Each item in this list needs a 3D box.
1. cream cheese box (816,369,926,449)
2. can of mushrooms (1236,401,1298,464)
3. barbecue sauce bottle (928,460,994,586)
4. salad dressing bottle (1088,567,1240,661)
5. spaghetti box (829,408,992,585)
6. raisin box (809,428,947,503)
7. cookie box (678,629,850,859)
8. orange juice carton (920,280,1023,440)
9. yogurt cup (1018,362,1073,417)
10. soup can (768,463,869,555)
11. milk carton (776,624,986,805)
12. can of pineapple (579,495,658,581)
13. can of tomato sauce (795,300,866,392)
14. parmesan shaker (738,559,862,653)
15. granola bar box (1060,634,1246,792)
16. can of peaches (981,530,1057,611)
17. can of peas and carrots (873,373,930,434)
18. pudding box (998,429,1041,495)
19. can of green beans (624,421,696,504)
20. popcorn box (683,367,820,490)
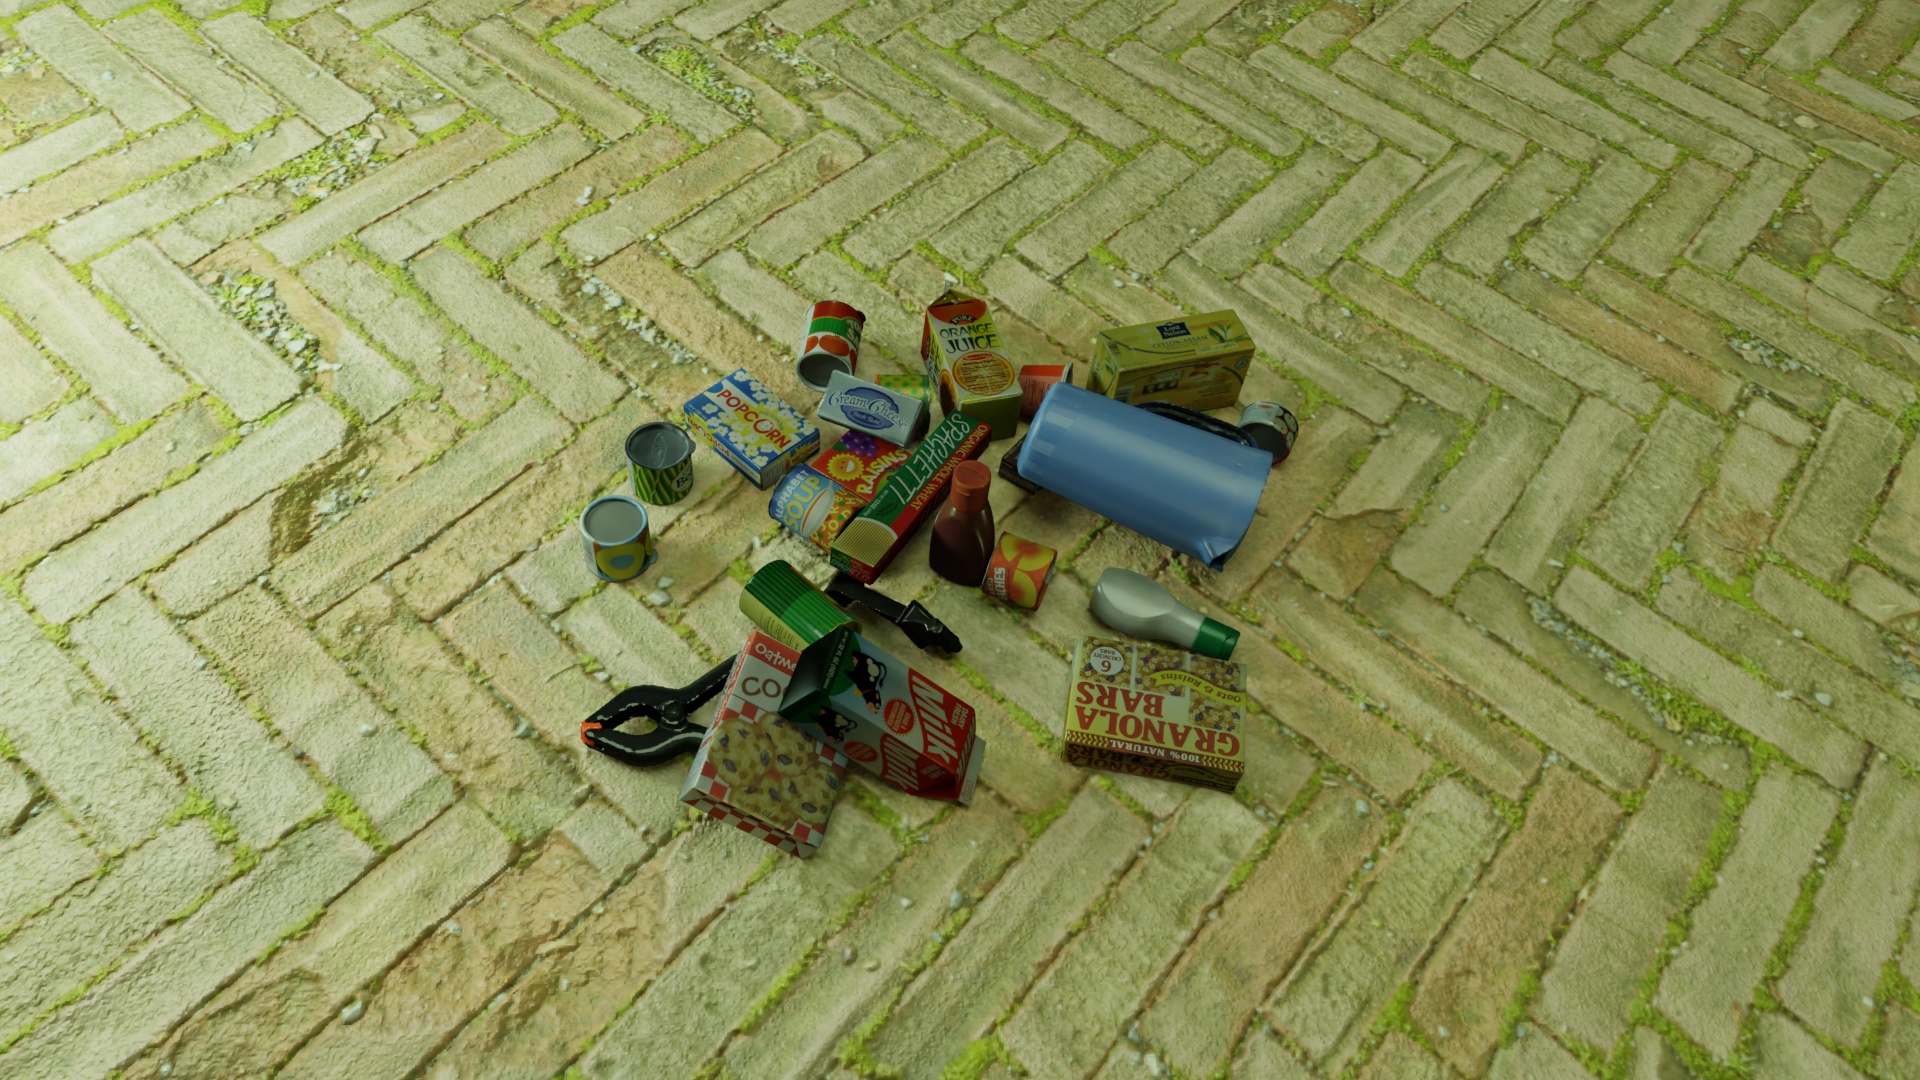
[{"bbox_3d":[-0.094,-0.138,1.463,0.104,0.024,0.053,20,83,8],"label":"cream cheese box"},{"bbox_3d":[0.339,-0.117,1.538,0.071,0.070,0.034,23,52,11],"label":"can of mushrooms"},{"bbox_3d":[0.005,-0.017,1.363,0.065,0.147,0.044,23,53,12],"label":"barbecue sauce bottle"},{"bbox_3d":[0.203,0.077,1.380,0.148,0.043,0.064,25,51,11],"label":"salad dressing bottle"},{"bbox_3d":[-0.046,-0.049,1.404,0.050,0.028,0.251,26,48,14],"label":"spaghetti box"},{"bbox_3d":[-0.086,-0.061,1.458,0.123,0.039,0.086,31,54,16],"label":"raisin box"},{"bbox_3d":[-0.161,0.178,1.227,0.123,0.040,0.168,30,49,-17],"label":"cookie box"},{"bbox_3d":[0.005,-0.204,1.562,0.073,0.071,0.193,-9,53,-14],"label":"orange juice carton"},{"bbox_3d":[0.093,-0.165,1.548,0.054,0.072,0.073,9,51,11],"label":"yogurt cup"},{"bbox_3d":[-0.143,-0.030,1.406,0.084,0.071,0.072,31,55,17],"label":"soup can"},{"bbox_3d":[-0.058,0.162,1.233,0.190,0.073,0.073,34,49,-20],"label":"milk carton"},{"bbox_3d":[-0.337,-0.003,1.369,0.071,0.057,0.071,3,51,-4],"label":"can of pineapple"},{"bbox_3d":[-0.145,-0.217,1.558,0.071,0.070,0.083,7,52,-1],"label":"can of tomato sauce"},{"bbox_3d":[-0.153,0.071,1.323,0.103,0.071,0.071,38,57,22],"label":"parmesan shaker"},{"bbox_3d":[0.183,0.162,1.311,0.166,0.038,0.125,10,50,1],"label":"granola bar box"},{"bbox_3d":[0.059,0.033,1.383,0.058,0.071,0.071,20,52,8],"label":"can of peaches"},{"bbox_3d":[-0.064,-0.147,1.511,0.059,0.070,0.071,-1,52,-6],"label":"can of peas and carrots"},{"bbox_3d":[0.085,-0.092,1.509,0.050,0.030,0.084,33,55,17],"label":"pudding box"},{"bbox_3d":[-0.310,-0.079,1.433,0.071,0.057,0.071,3,51,-4],"label":"can of green beans"},{"bbox_3d":[-0.223,-0.120,1.489,0.127,0.038,0.085,38,58,22],"label":"popcorn box"}]
